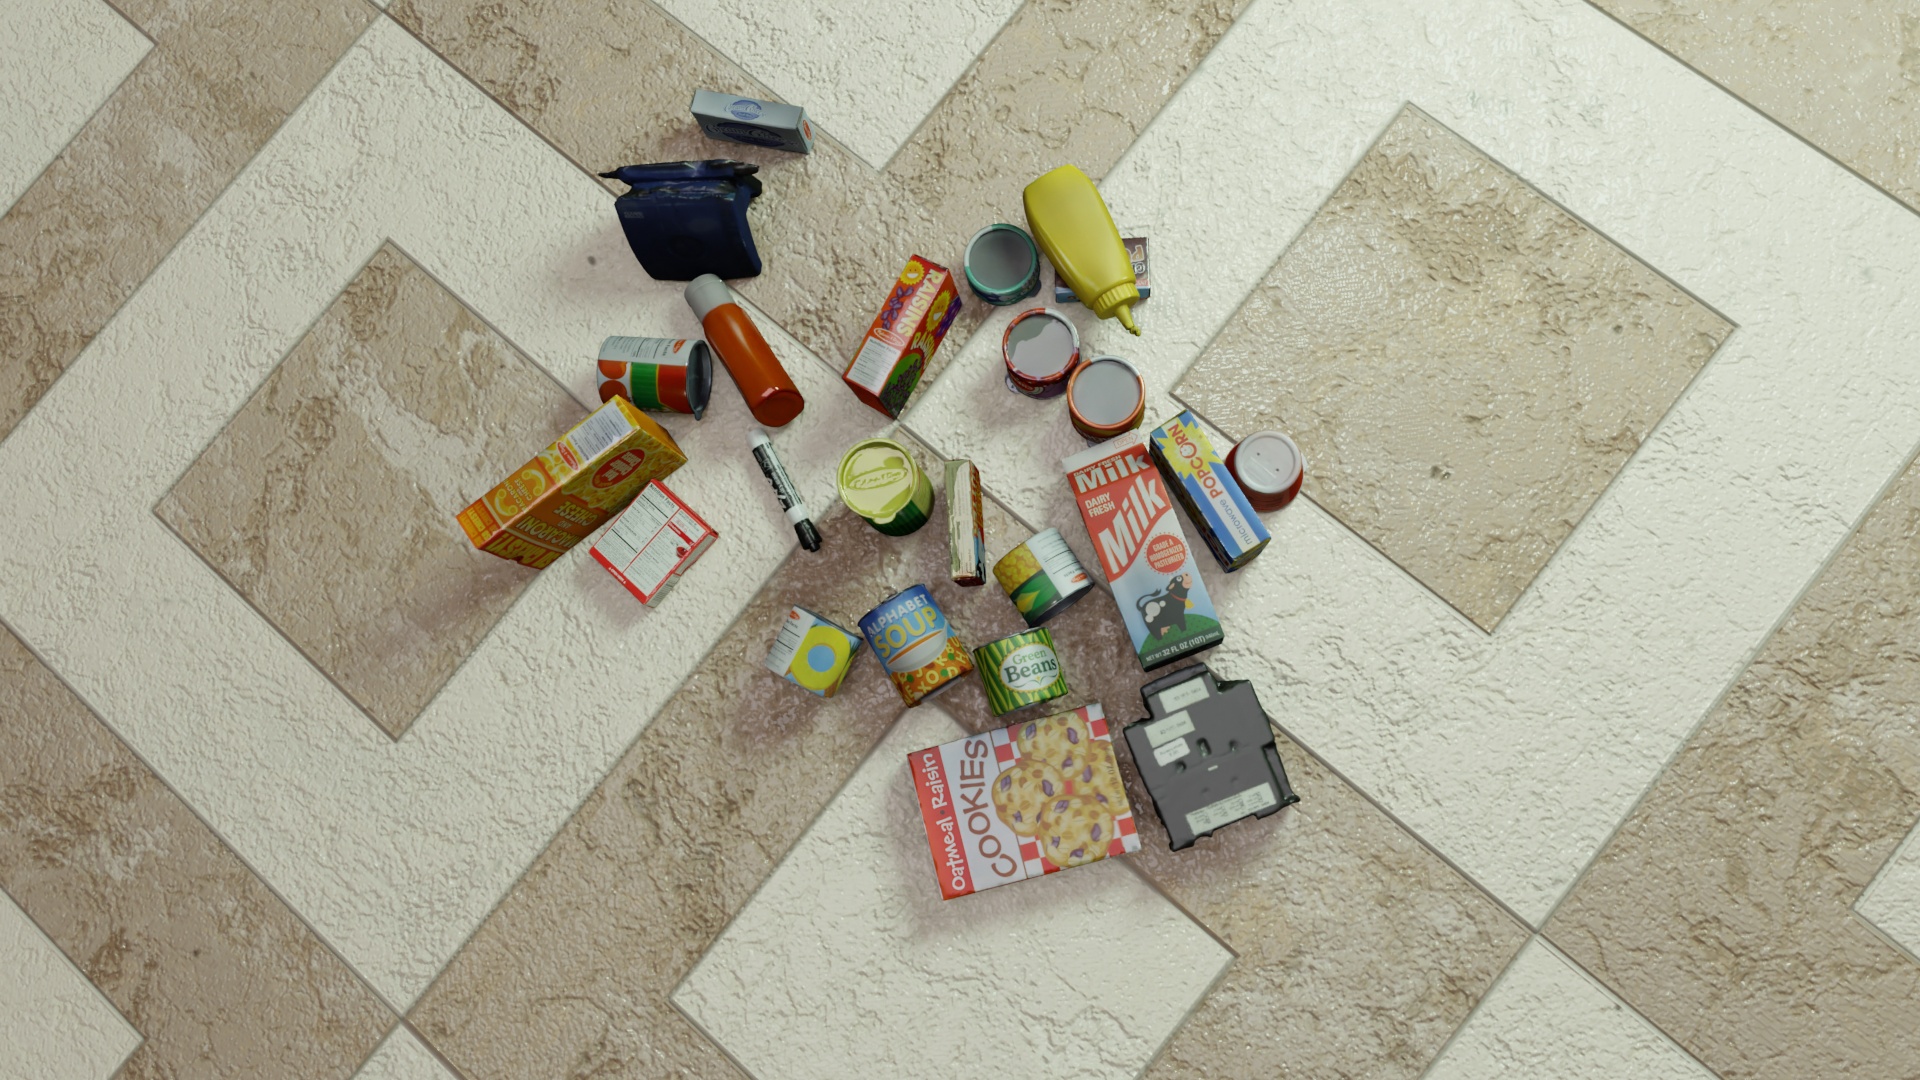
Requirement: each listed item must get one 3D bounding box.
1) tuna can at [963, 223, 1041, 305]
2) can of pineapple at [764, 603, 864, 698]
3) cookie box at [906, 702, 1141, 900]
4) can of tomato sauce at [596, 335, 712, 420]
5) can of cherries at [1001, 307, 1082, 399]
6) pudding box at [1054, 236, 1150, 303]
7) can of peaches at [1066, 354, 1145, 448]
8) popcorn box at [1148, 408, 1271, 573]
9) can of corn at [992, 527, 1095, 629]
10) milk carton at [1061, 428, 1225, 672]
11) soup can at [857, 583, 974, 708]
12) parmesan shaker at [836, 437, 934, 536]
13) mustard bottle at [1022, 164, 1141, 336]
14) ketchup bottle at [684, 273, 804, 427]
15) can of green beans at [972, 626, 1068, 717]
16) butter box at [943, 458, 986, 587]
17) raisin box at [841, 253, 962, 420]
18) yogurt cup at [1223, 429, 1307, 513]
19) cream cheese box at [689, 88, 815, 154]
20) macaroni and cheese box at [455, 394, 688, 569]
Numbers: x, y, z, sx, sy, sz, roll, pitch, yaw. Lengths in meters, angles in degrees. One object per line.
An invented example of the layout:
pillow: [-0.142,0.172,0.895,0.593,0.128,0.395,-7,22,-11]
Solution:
tuna can: [0.038,-0.241,1.219,0.071,0.033,0.071,-1,81,7]
can of pineapple: [-0.122,0.094,1.166,0.071,0.071,0.058,27,86,10]
cookie box: [0.051,0.213,1.139,0.167,0.040,0.123,-15,79,3]
can of tomato sauce: [-0.269,-0.144,1.223,0.083,0.071,0.071,4,82,8]
can of cherries: [0.068,-0.157,1.188,0.071,0.058,0.071,-1,81,6]
pudding box: [0.123,-0.235,1.209,0.084,0.030,0.050,-1,81,7]
can of peaches: [0.123,-0.117,1.176,0.071,0.058,0.071,-1,80,6]
popcorn box: [0.203,-0.038,1.140,0.038,0.085,0.127,-31,79,2]
can of corn: [0.067,0.032,1.155,0.071,0.071,0.058,-34,78,1]
milk carton: [0.149,0.007,1.144,0.072,0.073,0.191,-22,79,5]
soup can: [-0.037,0.087,1.154,0.071,0.071,0.084,-33,79,1]
parmesan shaker: [-0.061,-0.040,1.161,0.071,0.103,0.071,-1,81,7]
mustard bottle: [0.110,-0.237,1.170,0.065,0.048,0.160,-27,79,2]
ketchup bottle: [-0.193,-0.170,1.221,0.043,0.064,0.149,-36,70,7]
can of green beans: [0.049,0.108,1.143,0.071,0.071,0.058,-19,80,4]
butter box: [0.004,-0.015,1.175,0.024,0.053,0.103,-5,80,9]
raisin box: [-0.048,-0.173,1.191,0.040,0.086,0.123,28,85,12]
yogurt cup: [0.253,-0.060,1.153,0.072,0.054,0.072,-1,81,7]
cream cheese box: [-0.188,-0.379,1.257,0.104,0.053,0.024,12,81,8]
macaroni and cheese box: [-0.326,-0.045,1.183,0.166,0.123,0.040,-37,78,0]
